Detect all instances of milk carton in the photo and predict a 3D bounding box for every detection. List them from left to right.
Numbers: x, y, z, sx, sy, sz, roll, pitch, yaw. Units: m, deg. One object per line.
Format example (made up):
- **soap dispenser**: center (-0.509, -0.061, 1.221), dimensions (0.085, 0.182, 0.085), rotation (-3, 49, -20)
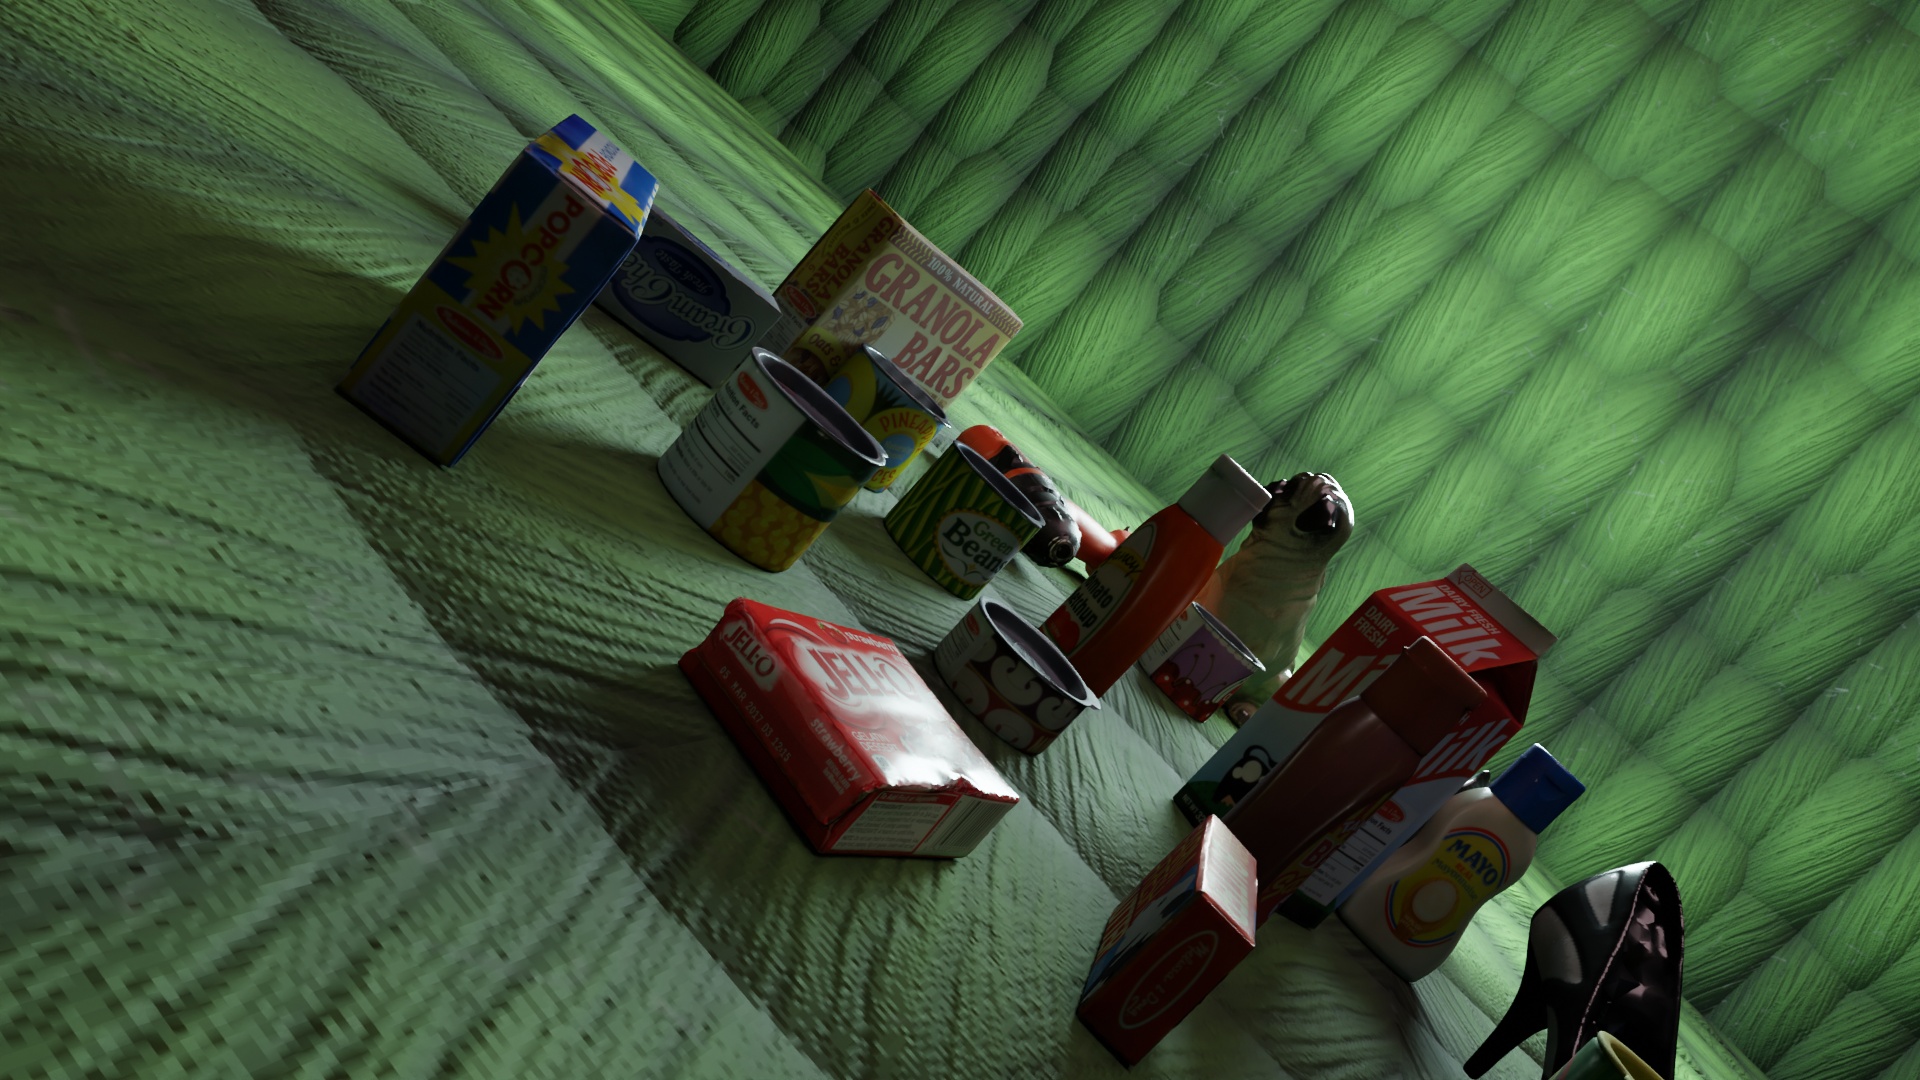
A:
- **milk carton**: center (0.208, 0.097, 0.700), dimensions (0.073, 0.190, 0.072), rotation (35, 12, -39)

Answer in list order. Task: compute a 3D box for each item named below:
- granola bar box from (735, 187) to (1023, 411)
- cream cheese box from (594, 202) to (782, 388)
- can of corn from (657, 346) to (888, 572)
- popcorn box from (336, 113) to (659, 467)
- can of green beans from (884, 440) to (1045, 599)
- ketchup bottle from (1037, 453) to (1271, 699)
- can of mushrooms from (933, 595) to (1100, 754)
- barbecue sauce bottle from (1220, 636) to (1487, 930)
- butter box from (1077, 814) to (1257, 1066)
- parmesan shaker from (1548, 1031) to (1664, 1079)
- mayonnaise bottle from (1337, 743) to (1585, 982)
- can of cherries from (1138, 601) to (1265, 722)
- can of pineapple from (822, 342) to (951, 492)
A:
- **granola bar box**: center (-0.047, -0.122, 0.831), dimensions (0.039, 0.124, 0.165), rotation (47, 11, 26)
- **cream cheese box**: center (-0.142, -0.123, 0.668), dimensions (0.103, 0.053, 0.024), rotation (36, 11, -34)
- **can of corn**: center (-0.071, -0.029, 0.532), dimensions (0.071, 0.058, 0.071), rotation (41, 10, -8)
- **popcorn box**: center (-0.135, -0.082, 0.425), dimensions (0.038, 0.085, 0.127), rotation (39, 10, -21)
- **can of green beans**: center (0.002, -0.010, 0.740), dimensions (0.071, 0.057, 0.071), rotation (41, 10, -8)
- **ketchup bottle**: center (0.107, 0.018, 0.767), dimensions (0.043, 0.148, 0.065), rotation (39, 10, -23)
- **can of mushrooms**: center (0.024, 0.060, 0.599), dimensions (0.071, 0.033, 0.071), rotation (41, 10, -8)
- **barbecue sauce bottle**: center (0.158, 0.105, 0.595), dimensions (0.044, 0.148, 0.065), rotation (47, 10, 24)
- **butter box**: center (0.069, 0.123, 0.444), dimensions (0.024, 0.053, 0.103), rotation (44, 10, 8)
- **parmesan shaker**: center (0.151, 0.186, 0.355), dimensions (0.071, 0.103, 0.071), rotation (41, 9, -8)
- **mayonnaise bottle**: center (0.286, 0.178, 0.787), dimensions (0.065, 0.148, 0.041), rotation (44, 9, 6)
- **can of cherries**: center (0.171, 0.088, 0.986), dimensions (0.071, 0.058, 0.071), rotation (41, 10, -8)
- **can of pineapple**: center (-0.049, -0.068, 0.787), dimensions (0.071, 0.058, 0.071), rotation (41, 10, -8)
